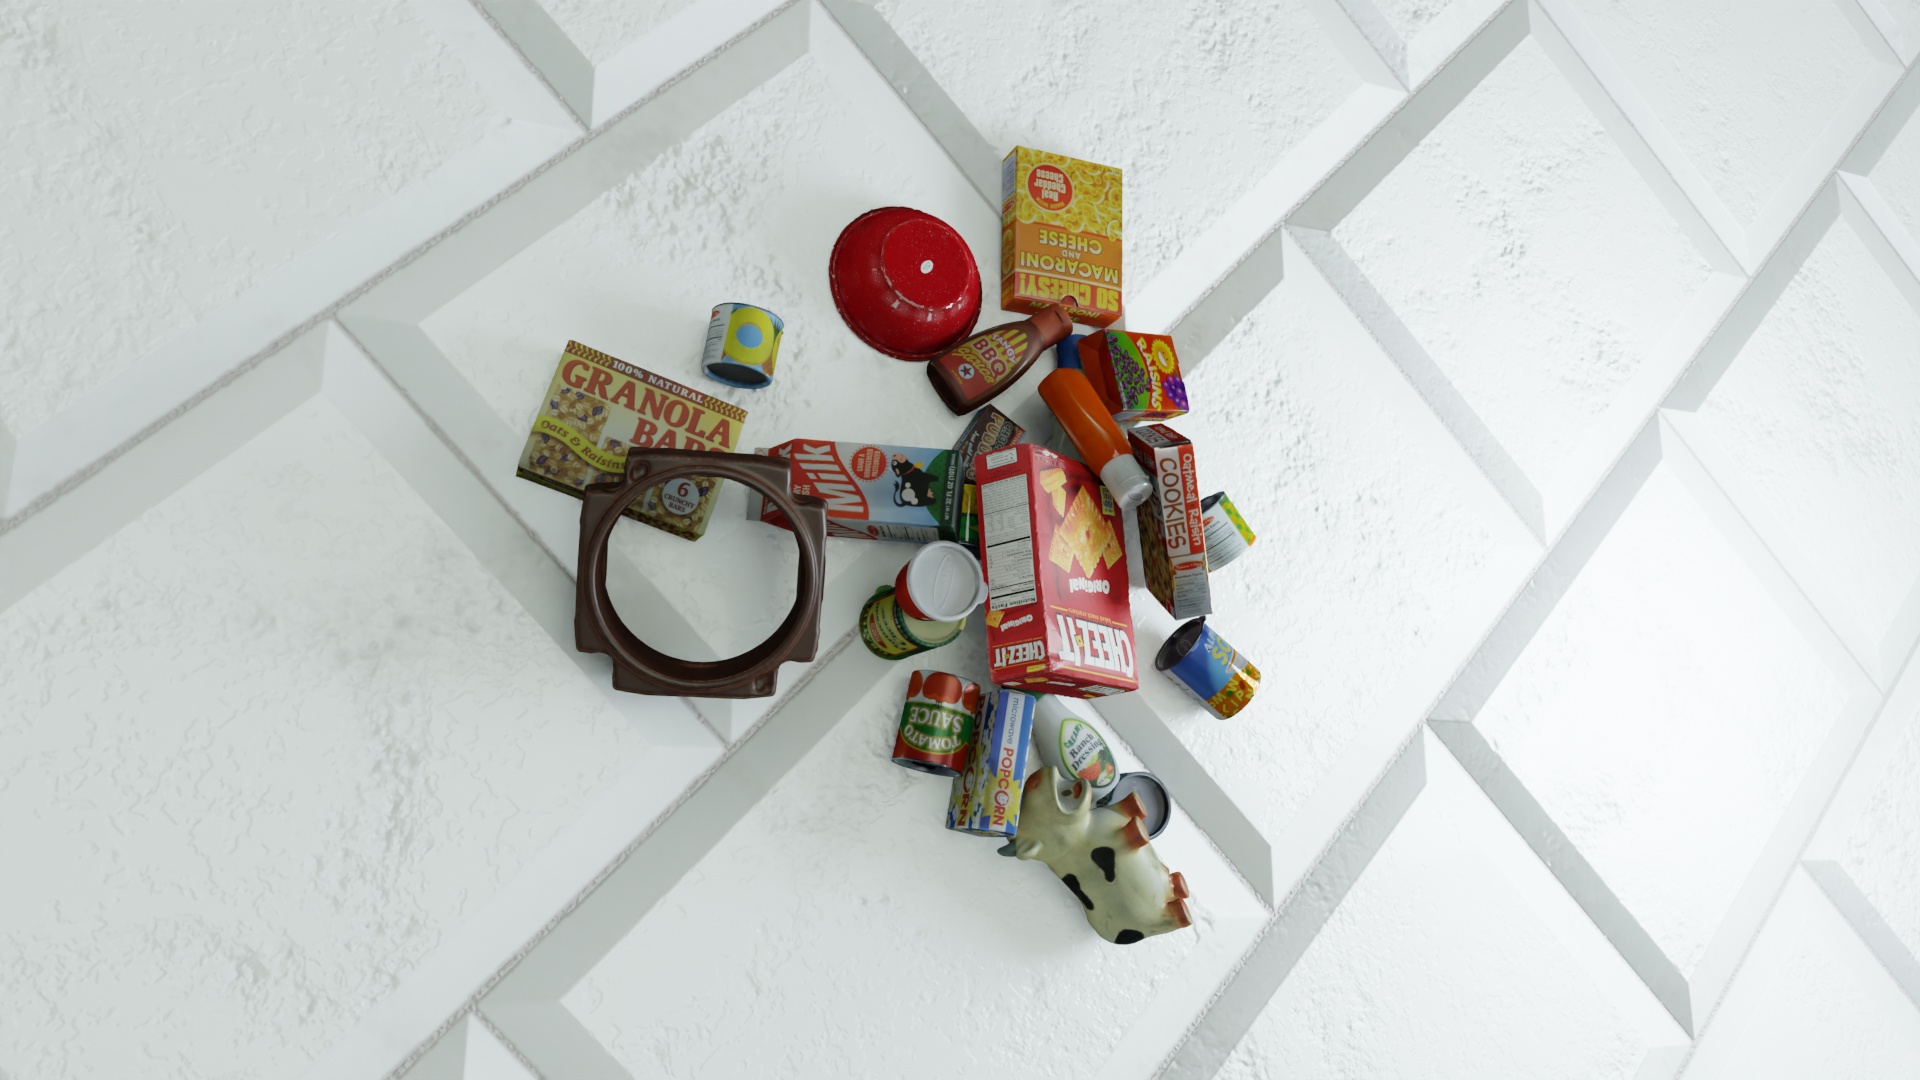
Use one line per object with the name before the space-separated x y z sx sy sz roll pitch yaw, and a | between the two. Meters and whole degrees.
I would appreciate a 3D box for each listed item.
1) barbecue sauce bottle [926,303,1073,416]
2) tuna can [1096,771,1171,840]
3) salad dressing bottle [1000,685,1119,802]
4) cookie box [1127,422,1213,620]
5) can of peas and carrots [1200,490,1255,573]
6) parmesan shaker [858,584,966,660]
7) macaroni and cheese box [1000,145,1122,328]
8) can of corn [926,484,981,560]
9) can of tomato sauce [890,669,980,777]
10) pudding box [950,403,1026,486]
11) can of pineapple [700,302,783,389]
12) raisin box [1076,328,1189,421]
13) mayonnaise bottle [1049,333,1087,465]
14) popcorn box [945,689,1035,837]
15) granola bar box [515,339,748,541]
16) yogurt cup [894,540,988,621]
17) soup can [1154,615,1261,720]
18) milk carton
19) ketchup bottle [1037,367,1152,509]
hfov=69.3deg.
barbecue sauce bottle | 0.042 -0.183 1.361 0.149 0.043 0.065 -33 83 -19
tuna can | 0.164 0.255 1.331 0.071 0.032 0.071 5 76 -22
salad dressing bottle | 0.090 0.178 1.311 0.064 0.044 0.147 -40 95 -33
cookie box | 0.200 -0.022 1.329 0.040 0.123 0.167 -9 103 -3
can of peas and carrots | 0.258 -0.009 1.414 0.071 0.070 0.058 -38 95 -25
parmesan shaker | -0.045 0.067 1.245 0.071 0.103 0.071 5 77 -22
macaroni and cheese box | 0.104 -0.311 1.428 0.124 0.040 0.167 6 76 -21
can of corn | 0.005 -0.016 1.306 0.071 0.071 0.058 10 75 -21
can of tomato sauce | -0.021 0.165 1.252 0.071 0.071 0.083 19 72 -18
pudding box | 0.021 -0.085 1.347 0.049 0.030 0.084 39 67 -12
can of pineapple | -0.195 -0.175 1.255 0.071 0.071 0.058 14 74 -20
raisin box | 0.176 -0.166 1.401 0.124 0.040 0.086 -4 78 -49
mayonnaise bottle | 0.118 -0.132 1.394 0.065 0.041 0.148 4 76 -25
popcorn box | 0.027 0.202 1.256 0.038 0.085 0.127 15 74 -18
granola bar box | -0.285 -0.085 1.212 0.165 0.039 0.124 22 72 -17
yogurt cup | -0.021 0.038 1.173 0.072 0.054 0.072 5 77 -22
soup can | 0.248 0.126 1.376 0.083 0.071 0.071 40 67 -11
milk carton | -0.095 -0.044 1.245 0.191 0.073 0.072 4 75 4
ketchup bottle | 0.130 -0.096 1.306 0.065 0.043 0.149 16 37 -51
